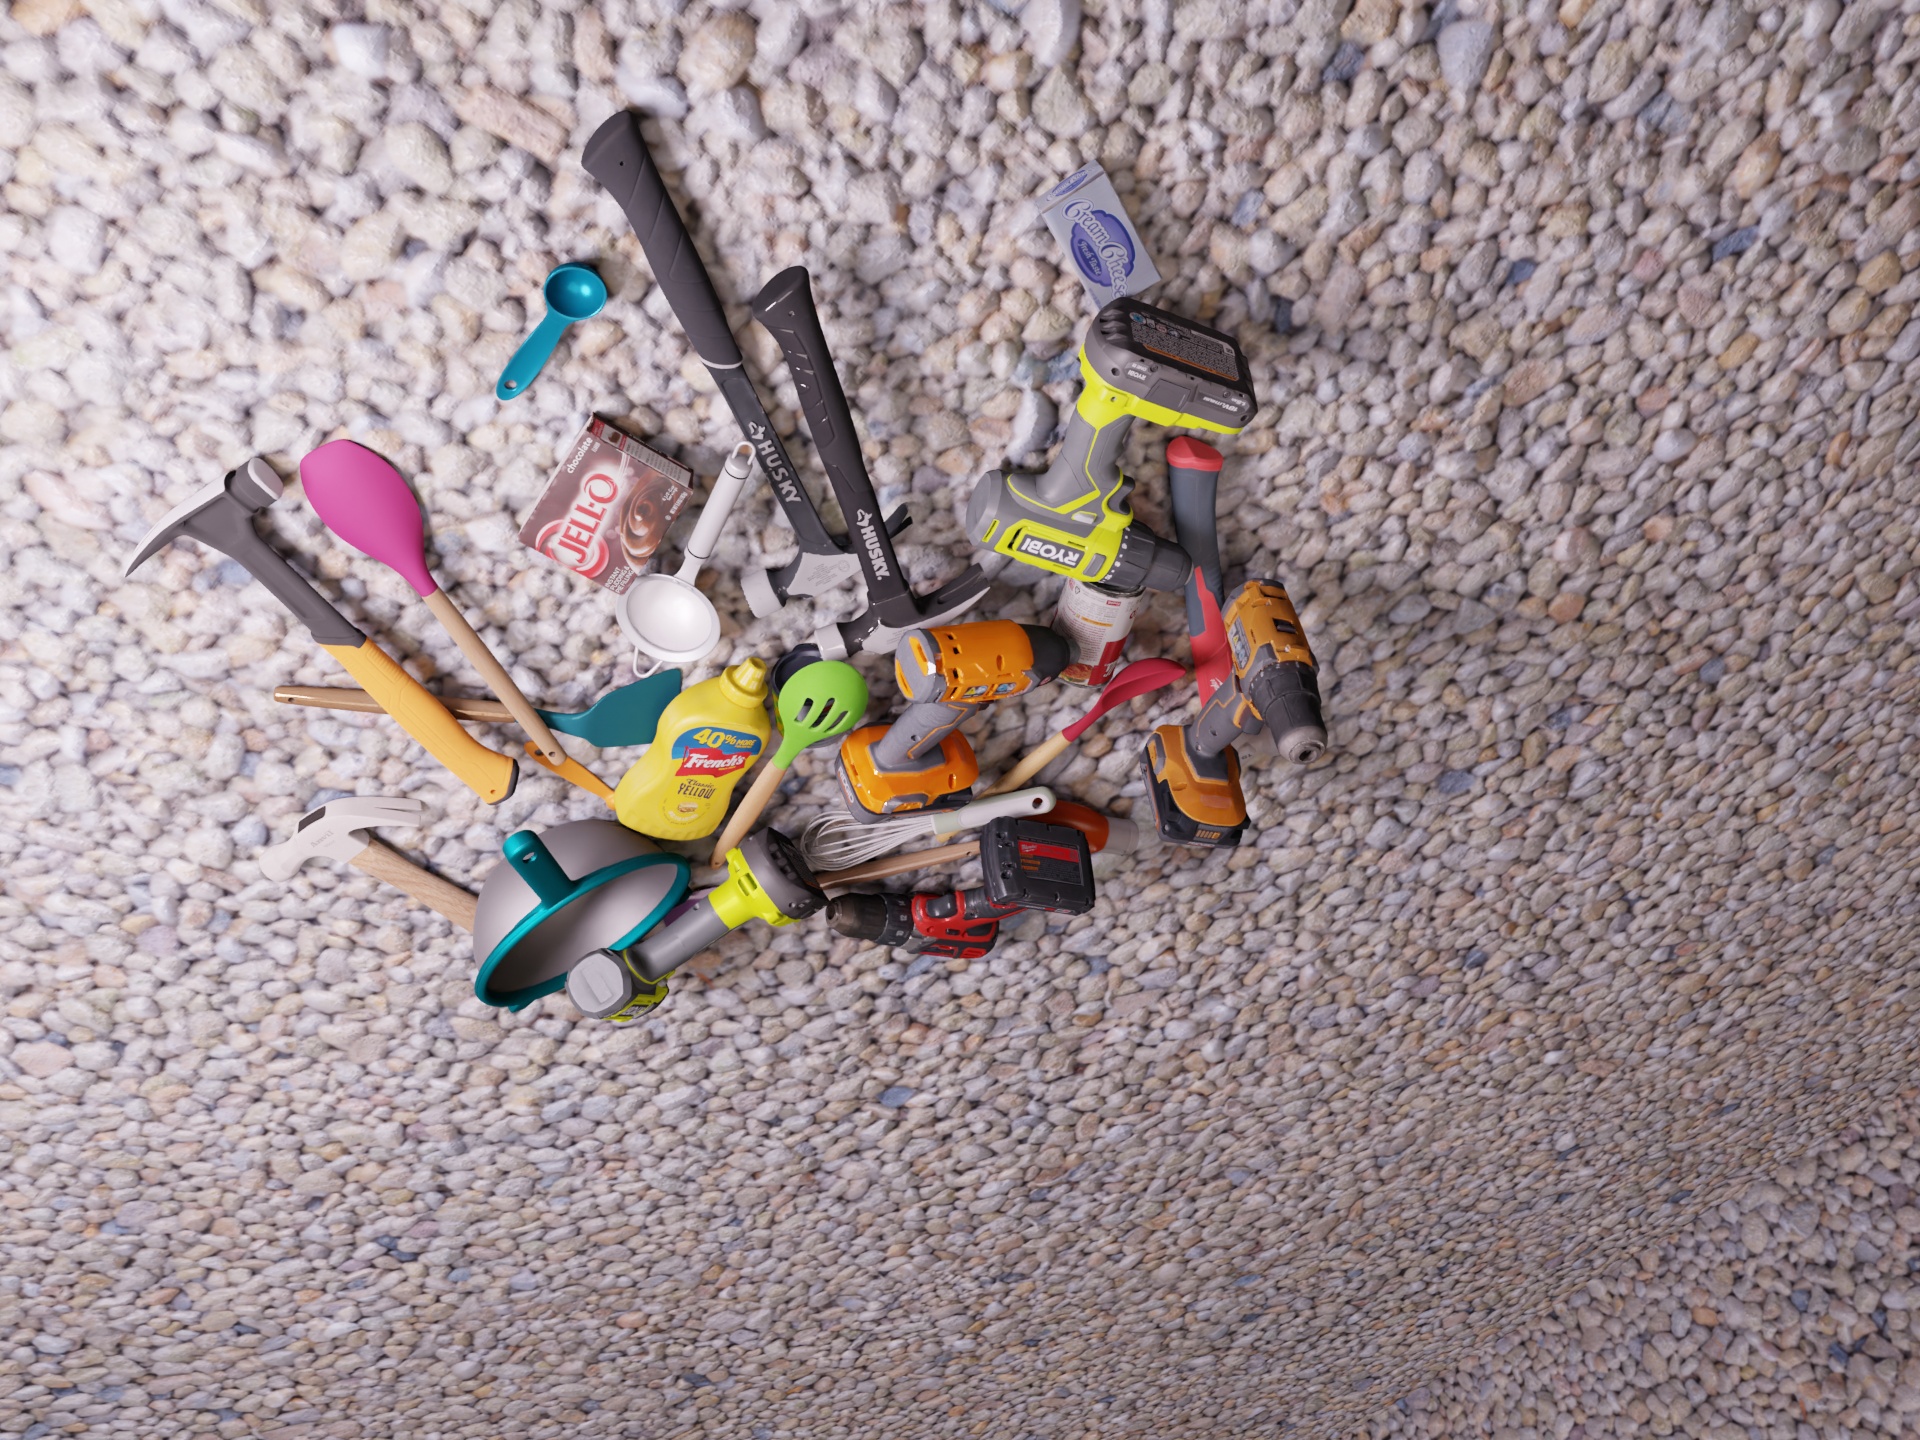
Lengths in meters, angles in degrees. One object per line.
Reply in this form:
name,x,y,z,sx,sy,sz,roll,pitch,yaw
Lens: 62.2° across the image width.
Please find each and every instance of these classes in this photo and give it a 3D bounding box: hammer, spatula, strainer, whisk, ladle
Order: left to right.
hammer,-0.464,-0.044,1.216,0.127,0.034,0.336,-30,127,10
hammer,-0.455,0.167,1.444,0.130,0.031,0.331,-34,133,15
spatula,-0.391,-0.014,1.303,0.317,0.044,0.082,5,131,-16
strainer,-0.349,0.128,1.340,0.211,0.095,0.340,-34,162,-13
strainer,-0.201,-0.124,1.216,0.087,0.050,0.258,27,136,-9
hammer,-0.160,-0.247,1.149,0.149,0.036,0.408,-23,134,2
spatula,-0.133,0.159,1.548,0.316,0.018,0.059,-13,131,-4
hammer,-0.079,-0.186,1.186,0.146,0.035,0.334,-19,134,-2
whisk,-0.032,0.096,1.479,0.246,0.059,0.057,-12,106,4
ladle,0.082,0.029,1.465,0.315,0.031,0.069,-40,155,32
hammer,0.206,-0.085,1.416,0.143,0.038,0.385,-17,135,0

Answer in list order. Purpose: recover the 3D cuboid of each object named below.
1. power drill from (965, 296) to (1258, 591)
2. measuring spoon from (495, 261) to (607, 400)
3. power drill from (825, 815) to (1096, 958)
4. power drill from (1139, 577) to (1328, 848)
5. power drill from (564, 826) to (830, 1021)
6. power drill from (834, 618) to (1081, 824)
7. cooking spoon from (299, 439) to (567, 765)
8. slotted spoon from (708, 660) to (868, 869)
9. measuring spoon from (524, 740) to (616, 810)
power drill,0.132,-0.197,1.233,0.190,0.080,0.228,16,135,-17
measuring spoon,-0.289,-0.271,1.103,0.042,0.021,0.128,23,131,-34
power drill,-0.002,0.168,1.516,0.187,0.080,0.226,12,150,-35
power drill,0.240,0.017,1.369,0.084,0.186,0.226,8,133,-17
power drill,-0.238,0.195,1.455,0.223,0.080,0.171,-34,168,-1
power drill,-0.002,-0.004,1.354,0.164,0.084,0.226,-7,150,-31
cooking spoon,-0.391,-0.080,1.218,0.069,0.017,0.318,-25,126,6
slotted spoon,-0.161,0.050,1.360,0.070,0.031,0.313,18,140,-19
measuring spoon,-0.334,0.050,1.386,0.021,0.011,0.116,-36,132,16
